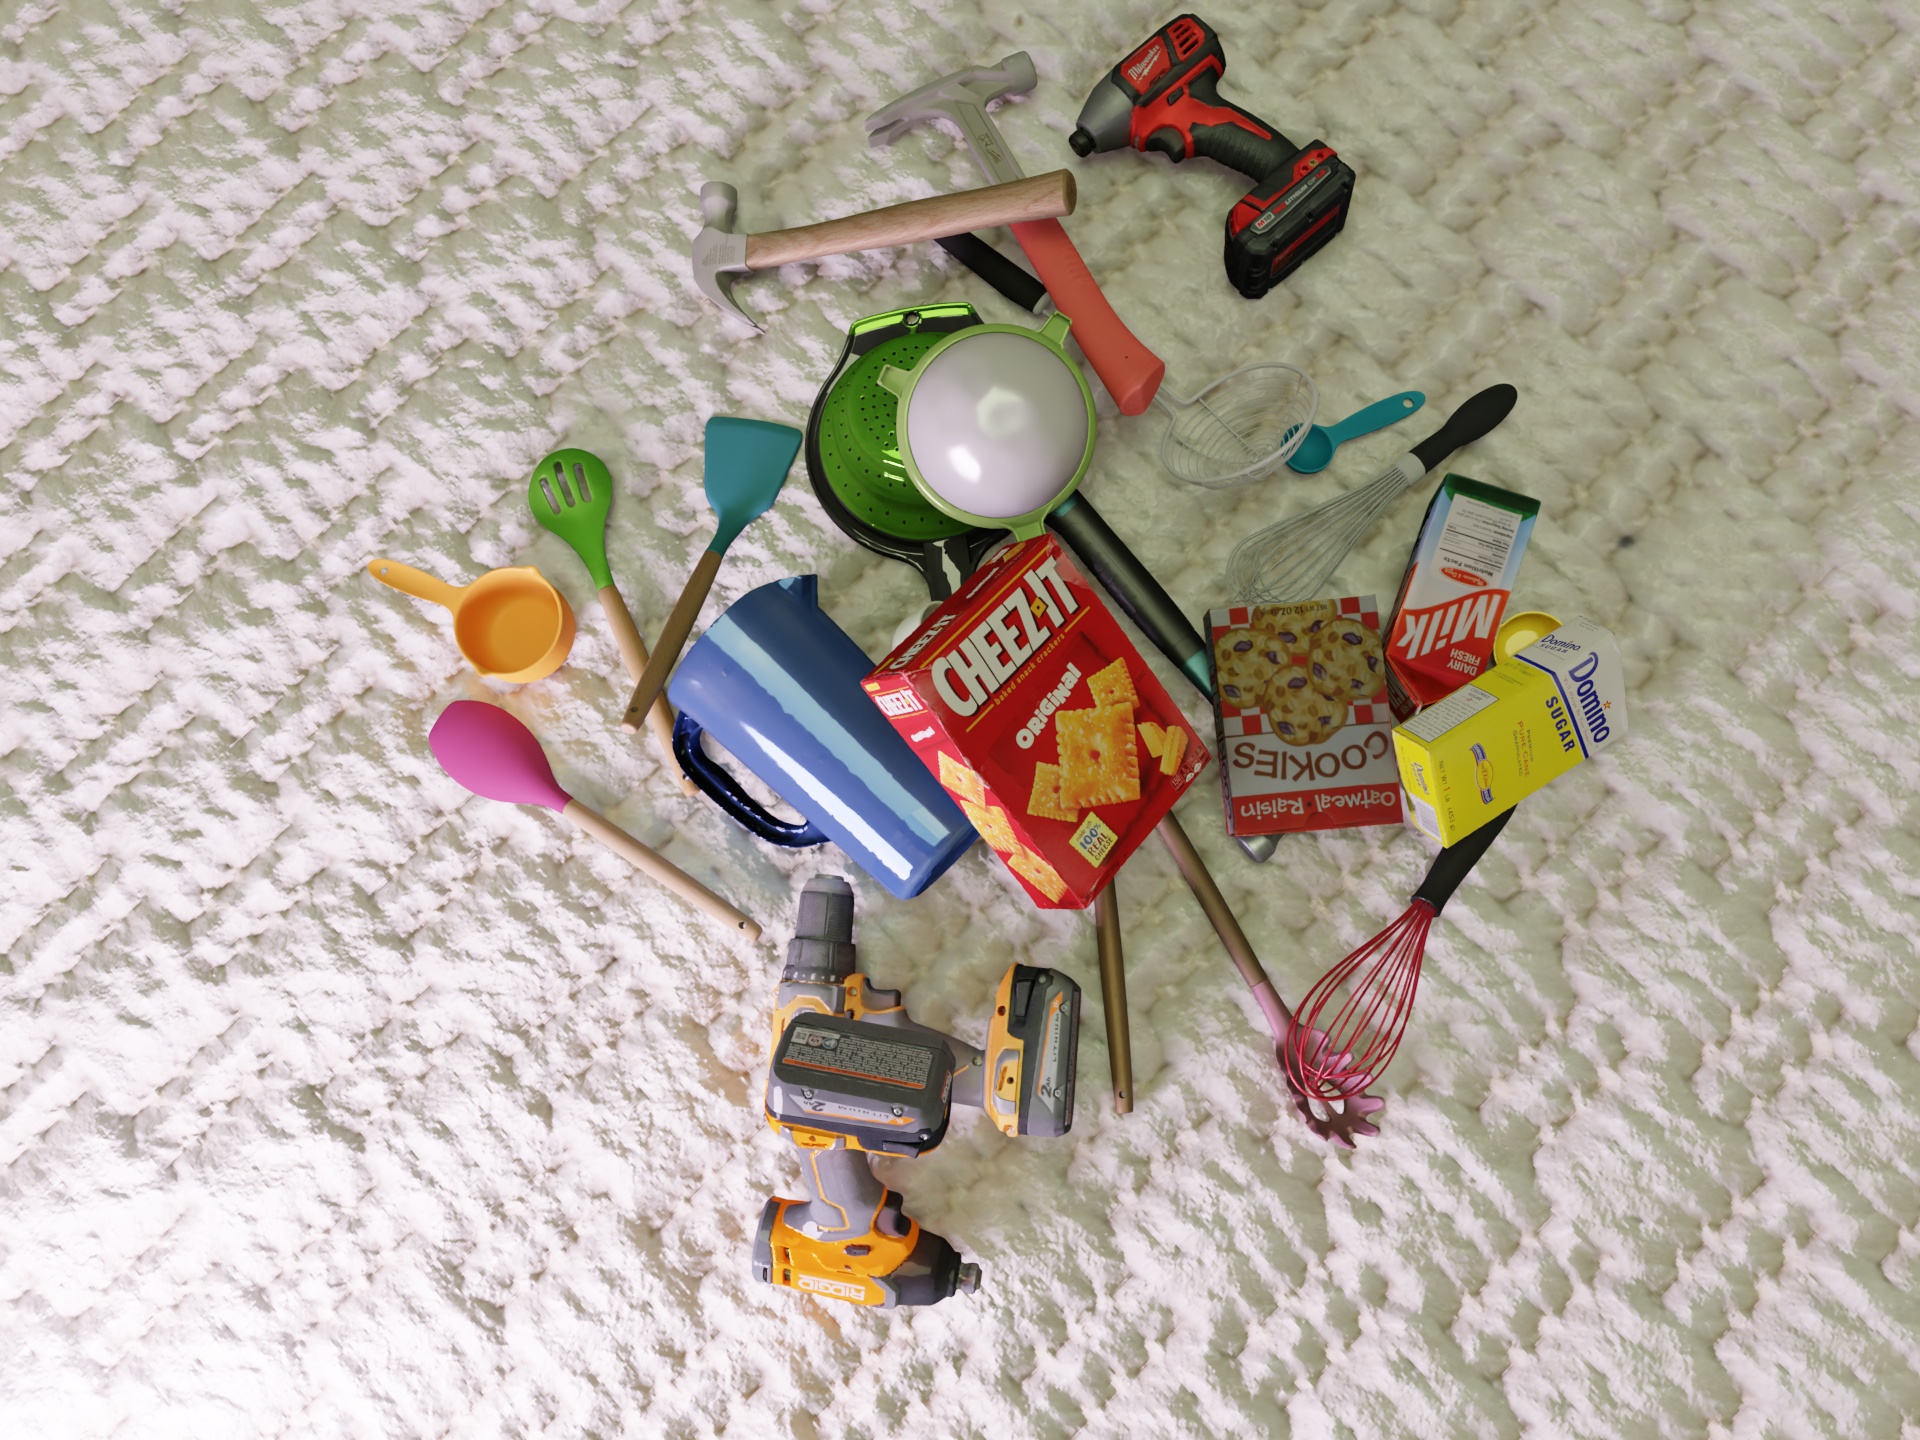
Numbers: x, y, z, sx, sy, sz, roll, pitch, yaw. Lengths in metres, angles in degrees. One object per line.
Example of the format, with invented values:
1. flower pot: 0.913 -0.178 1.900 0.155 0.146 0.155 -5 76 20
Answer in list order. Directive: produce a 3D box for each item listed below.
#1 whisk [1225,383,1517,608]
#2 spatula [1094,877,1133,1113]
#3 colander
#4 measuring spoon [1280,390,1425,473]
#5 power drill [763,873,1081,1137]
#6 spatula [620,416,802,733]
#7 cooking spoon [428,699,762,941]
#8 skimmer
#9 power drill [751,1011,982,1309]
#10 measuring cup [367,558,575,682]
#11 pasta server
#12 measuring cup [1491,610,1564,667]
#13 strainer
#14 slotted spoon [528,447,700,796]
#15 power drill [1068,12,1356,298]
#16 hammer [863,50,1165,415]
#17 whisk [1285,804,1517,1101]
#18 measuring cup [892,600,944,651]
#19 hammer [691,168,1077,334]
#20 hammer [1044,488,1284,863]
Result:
1. whisk: 0.318 -0.174 1.220 0.284 0.070 0.070 -38 78 -8
2. spatula: 0.107 0.134 1.197 0.060 0.018 0.316 -8 77 14
3. colander: -0.016 -0.154 1.224 0.204 0.094 0.397 -9 78 3
4. measuring spoon: 0.309 -0.228 1.253 0.128 0.021 0.042 -25 77 -9
5. power drill: -0.028 0.211 1.165 0.226 0.084 0.185 3 79 11
6. spatula: -0.201 -0.116 1.217 0.082 0.044 0.318 10 49 7
7. cooking spoon: -0.286 0.081 1.242 0.319 0.017 0.069 32 84 11
8. skimmer: 0.113 -0.308 1.244 0.363 0.090 0.127 39 79 11
9. power drill: -0.059 0.317 1.096 0.164 0.084 0.226 9 123 6
10. measuring cup: -0.389 -0.088 1.269 0.173 0.052 0.095 22 82 11
11. pasta server: 0.209 0.168 1.171 0.060 0.040 0.316 -25 76 -15
12. measuring cup: 0.403 -0.010 1.200 0.062 0.029 0.156 32 95 10
13. strainer: 0.046 -0.165 1.160 0.151 0.069 0.256 -18 97 -5
14. slotted spoon: -0.271 -0.083 1.270 0.070 0.031 0.314 -24 79 -2
15. power drill: 0.198 -0.452 1.276 0.143 0.078 0.220 -40 76 -3
16. hammer: 0.054 -0.379 1.250 0.149 0.036 0.359 -25 65 -1
17. whisk: 0.323 0.149 1.138 0.073 0.073 0.296 36 69 10
18. measuring cup: -0.002 -0.004 1.161 0.038 0.083 0.167 -24 83 34
19. hammer: -0.068 -0.387 1.259 0.331 0.031 0.130 -3 79 24
20. hammer: 0.166 -0.058 1.208 0.128 0.033 0.331 -39 84 -4
